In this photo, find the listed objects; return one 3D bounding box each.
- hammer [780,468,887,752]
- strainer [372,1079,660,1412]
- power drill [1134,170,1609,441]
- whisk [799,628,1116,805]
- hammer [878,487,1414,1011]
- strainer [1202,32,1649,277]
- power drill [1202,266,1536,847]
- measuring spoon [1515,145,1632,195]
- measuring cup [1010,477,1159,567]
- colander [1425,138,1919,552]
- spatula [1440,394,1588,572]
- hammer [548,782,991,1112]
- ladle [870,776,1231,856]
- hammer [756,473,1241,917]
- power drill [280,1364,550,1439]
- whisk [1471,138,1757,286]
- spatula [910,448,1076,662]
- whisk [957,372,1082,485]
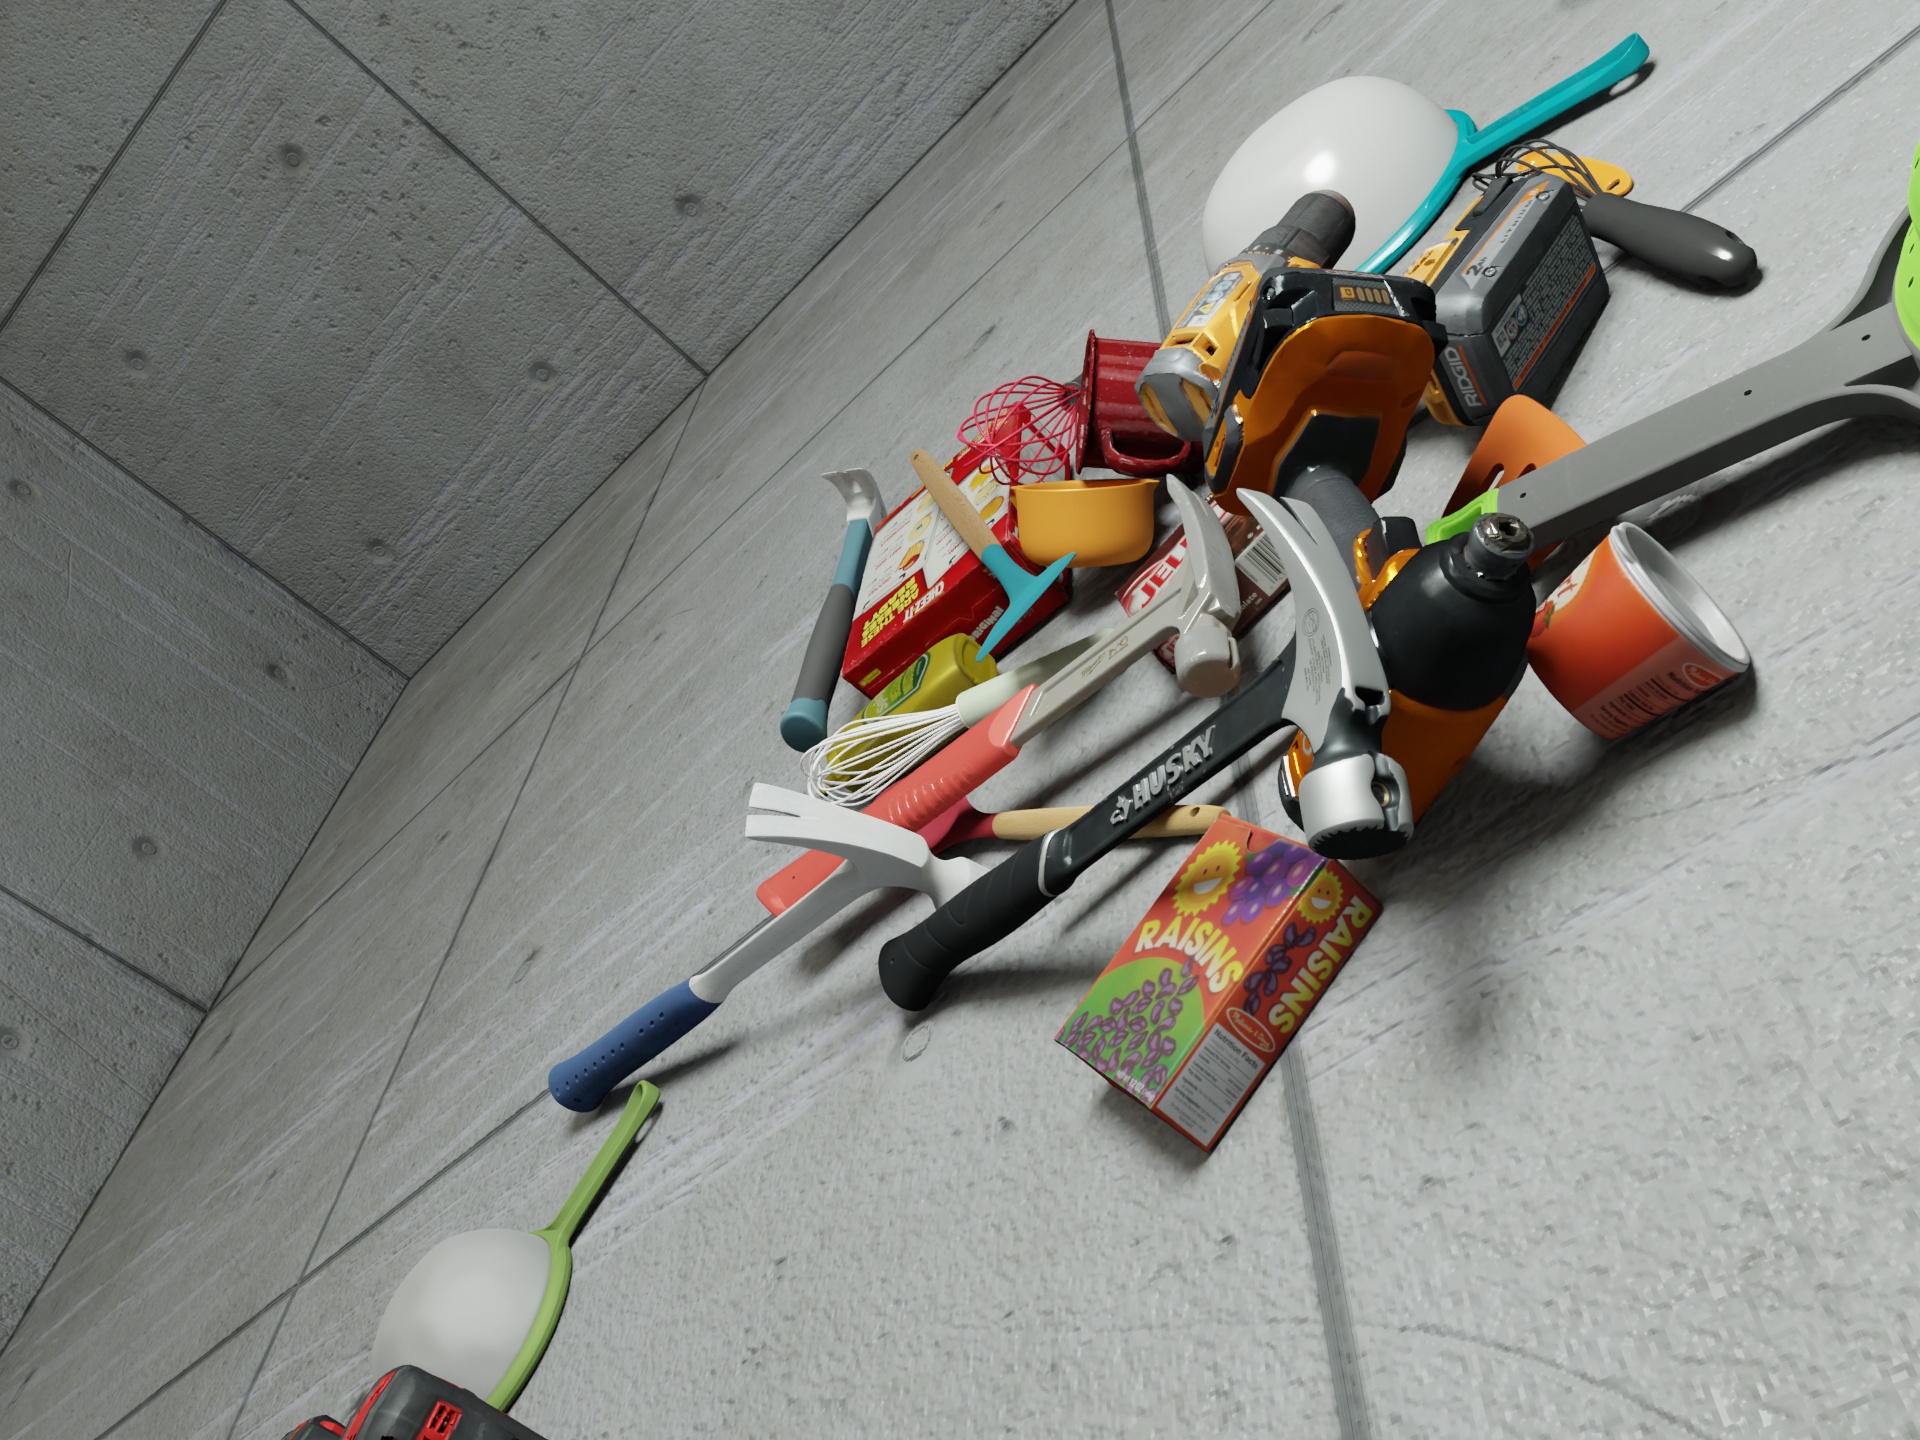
[{"bbox_3d":[-0.091,-0.084,1.205,0.033,0.128,0.331,-7,34,12],"label":"hammer"},{"bbox_3d":[-0.283,0.325,0.985,0.256,0.069,0.151,-57,23,-14],"label":"strainer"},{"bbox_3d":[0.224,-0.232,0.859,0.226,0.084,0.185,9,54,50],"label":"power drill"},{"bbox_3d":[-0.002,-0.003,0.991,0.246,0.057,0.059,-24,44,28],"label":"whisk"},{"bbox_3d":[0.051,0.051,0.707,0.409,0.036,0.149,136,137,-54],"label":"hammer"},{"bbox_3d":[0.274,-0.379,1.041,0.340,0.095,0.211,-18,38,54],"label":"strainer"},{"bbox_3d":[0.165,-0.081,0.641,0.164,0.084,0.227,105,165,-53],"label":"power drill"},{"bbox_3d":[0.350,-0.310,0.905,0.021,0.011,0.117,-46,26,13],"label":"measuring spoon"},{"bbox_3d":[0.090,-0.133,1.052,0.095,0.052,0.173,0,10,14],"label":"measuring cup"},{"bbox_3d":[0.324,-0.161,0.556,0.397,0.094,0.205,-26,35,36],"label":"colander"},{"bbox_3d":[0.153,-0.021,0.741,0.322,0.041,0.081,-38,43,14],"label":"spatula"},{"bbox_3d":[-0.154,0.157,0.968,0.405,0.144,0.035,-39,34,41],"label":"hammer"},{"bbox_3d":[0.038,0.056,0.877,0.315,0.031,0.069,-7,51,57],"label":"ladle"},{"bbox_3d":[0.010,0.013,0.900,0.359,0.036,0.149,-38,34,30],"label":"hammer"},{"bbox_3d":[-0.256,0.384,0.766,0.219,0.143,0.079,-38,20,42],"label":"power drill"},{"bbox_3d":[0.330,-0.256,0.813,0.055,0.055,0.239,-44,28,13],"label":"whisk"},{"bbox_3d":[0.007,-0.124,1.019,0.082,0.044,0.318,-48,31,11],"label":"spatula"},{"bbox_3d":[0.075,-0.227,1.141,0.073,0.073,0.296,-34,6,33],"label":"whisk"}]
